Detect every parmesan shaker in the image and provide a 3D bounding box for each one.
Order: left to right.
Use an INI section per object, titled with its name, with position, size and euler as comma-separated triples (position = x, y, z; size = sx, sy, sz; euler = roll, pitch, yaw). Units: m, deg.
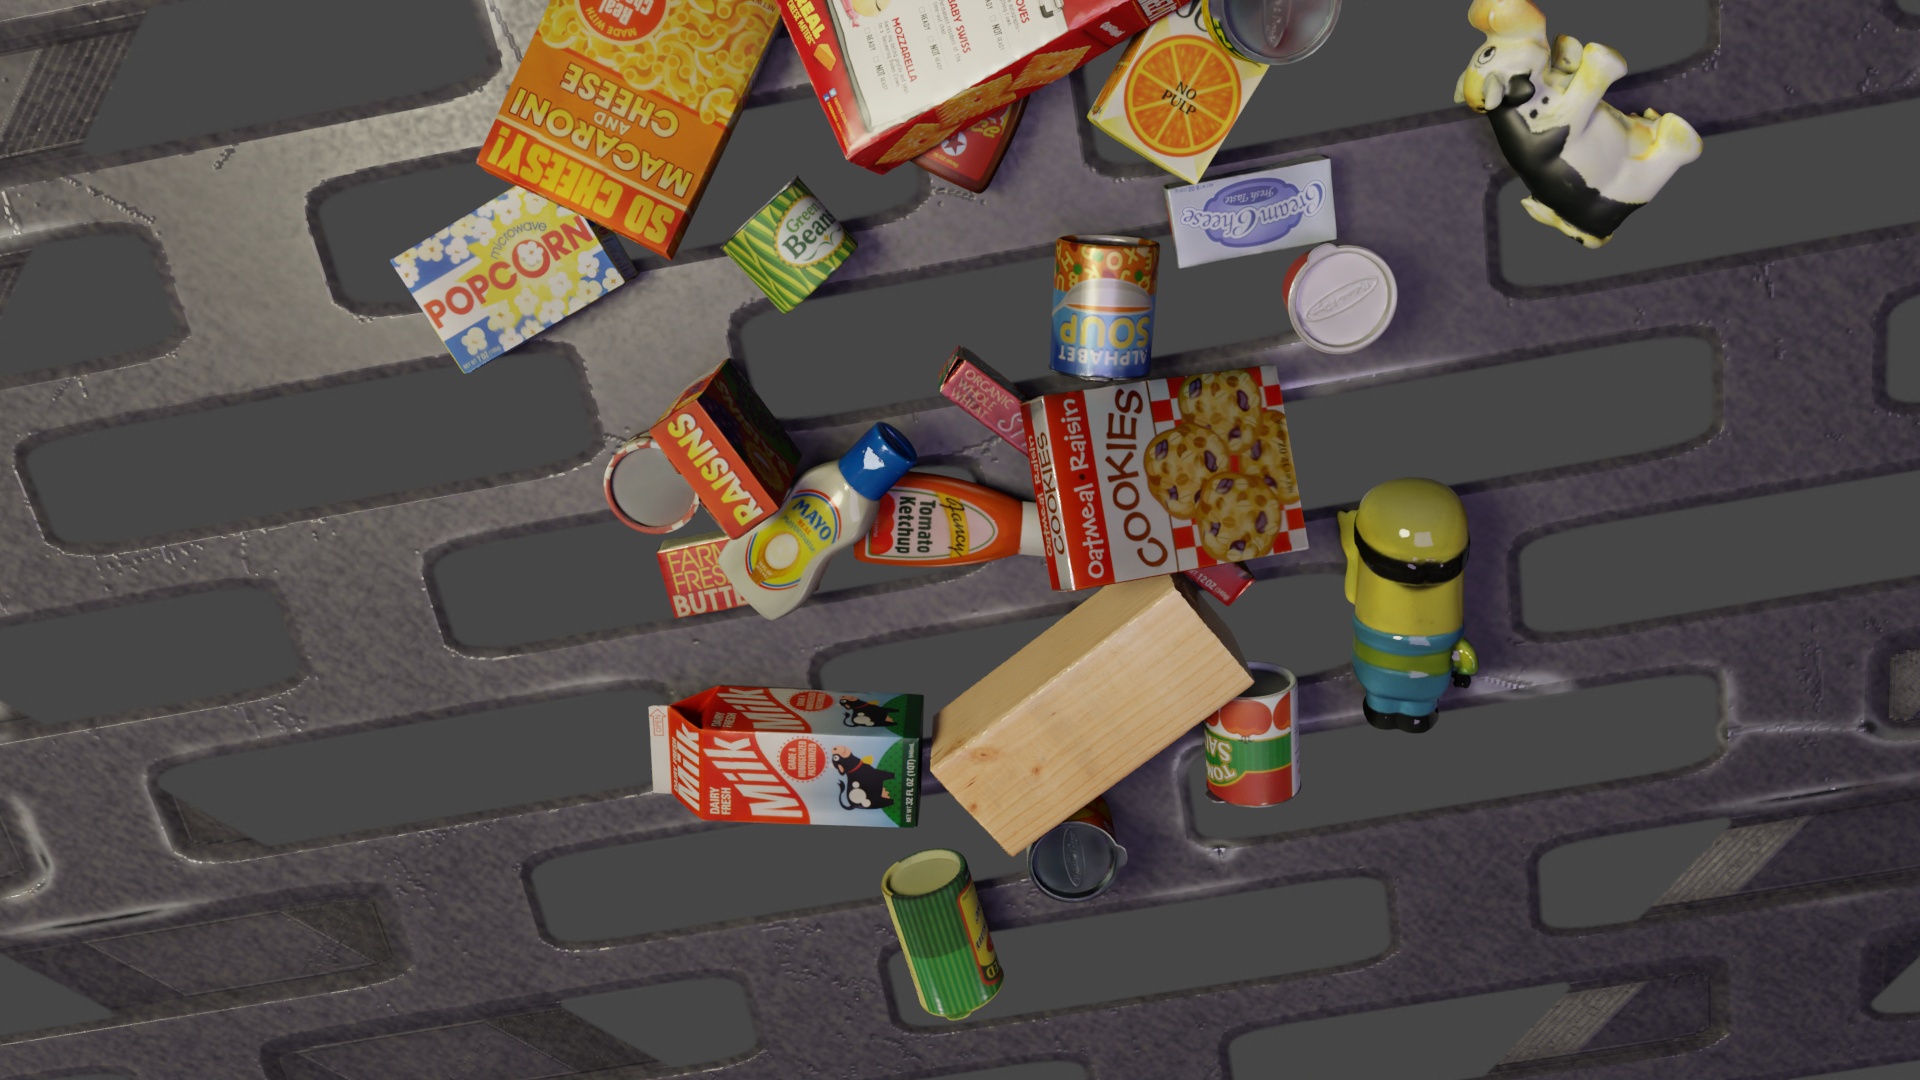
[parmesan shaker]
position = -0.013, 0.289, 1.025
size = 0.071, 0.071, 0.102
euler = -15, 108, 5

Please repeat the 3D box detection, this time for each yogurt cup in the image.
[yogurt cup]
position = 0.238, -0.157, 0.887
size = 0.072, 0.054, 0.072
euler = 0, 109, 0

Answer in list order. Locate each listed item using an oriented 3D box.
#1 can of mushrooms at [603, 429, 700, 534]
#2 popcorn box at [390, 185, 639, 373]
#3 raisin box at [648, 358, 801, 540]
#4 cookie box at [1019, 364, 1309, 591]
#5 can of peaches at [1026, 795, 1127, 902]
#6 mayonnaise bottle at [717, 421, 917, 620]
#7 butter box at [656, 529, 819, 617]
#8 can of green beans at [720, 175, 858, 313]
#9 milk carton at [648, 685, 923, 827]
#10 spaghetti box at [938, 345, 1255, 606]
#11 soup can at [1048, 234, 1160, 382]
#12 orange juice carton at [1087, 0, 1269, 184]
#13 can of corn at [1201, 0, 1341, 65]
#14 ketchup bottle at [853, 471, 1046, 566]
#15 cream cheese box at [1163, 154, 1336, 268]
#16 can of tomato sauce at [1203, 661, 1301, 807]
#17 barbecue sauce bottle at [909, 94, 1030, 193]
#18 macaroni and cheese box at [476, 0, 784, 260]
[can of mushrooms]
position = -0.206, -0.038, 0.937
size = 0.071, 0.033, 0.070
euler = 0, 109, -1
[popcorn box]
position = -0.284, -0.174, 0.889
size = 0.126, 0.038, 0.085
euler = -27, 105, 9
[raisin box]
position = -0.147, -0.061, 0.882
size = 0.040, 0.124, 0.086
euler = -32, 106, 10
[cookie box]
position = 0.130, -0.040, 0.888
size = 0.168, 0.040, 0.123
euler = -9, 89, -18
[can of peaches]
position = 0.083, 0.219, 1.009
size = 0.071, 0.058, 0.071
euler = 0, 108, 0
[mayonnaise bottle]
position = -0.090, -0.016, 0.901
size = 0.147, 0.041, 0.065
euler = -43, 85, 21
[butter box]
position = -0.153, 0.018, 0.960
size = 0.103, 0.024, 0.053
euler = -12, 107, 3
[can of green beans]
position = -0.107, -0.185, 0.871
size = 0.071, 0.071, 0.057
euler = -40, 104, 12
[milk carton]
position = -0.123, 0.151, 0.978
size = 0.191, 0.074, 0.072
euler = 2, 109, 0
[spaghetti box]
position = 0.090, -0.043, 0.927
size = 0.250, 0.050, 0.028
euler = 36, 104, -11
[soup can]
position = 0.091, -0.148, 0.881
size = 0.071, 0.071, 0.083
euler = 2, 108, -1
[orange juice carton]
position = 0.157, -0.316, 0.825
size = 0.073, 0.072, 0.192
euler = 29, 106, -10
[can of corn]
position = 0.166, -0.296, 0.762
size = 0.071, 0.058, 0.071
euler = 0, 109, 0
[ketchup bottle]
position = 0.003, -0.012, 0.941
size = 0.149, 0.043, 0.064
euler = 4, 104, -2
[cream cheese box]
position = 0.185, -0.209, 0.886
size = 0.104, 0.024, 0.053
euler = -10, 109, 4
[can of tomato sauce]
position = 0.203, 0.135, 0.977
size = 0.071, 0.071, 0.082
euler = -5, 108, 2
[barbecue sauce bottle]
position = 0.019, -0.292, 0.848
size = 0.065, 0.044, 0.148
euler = 26, 106, -6
[macaroni and cheese box]
position = -0.195, -0.271, 0.835
size = 0.124, 0.040, 0.166
euler = 25, 90, -8
